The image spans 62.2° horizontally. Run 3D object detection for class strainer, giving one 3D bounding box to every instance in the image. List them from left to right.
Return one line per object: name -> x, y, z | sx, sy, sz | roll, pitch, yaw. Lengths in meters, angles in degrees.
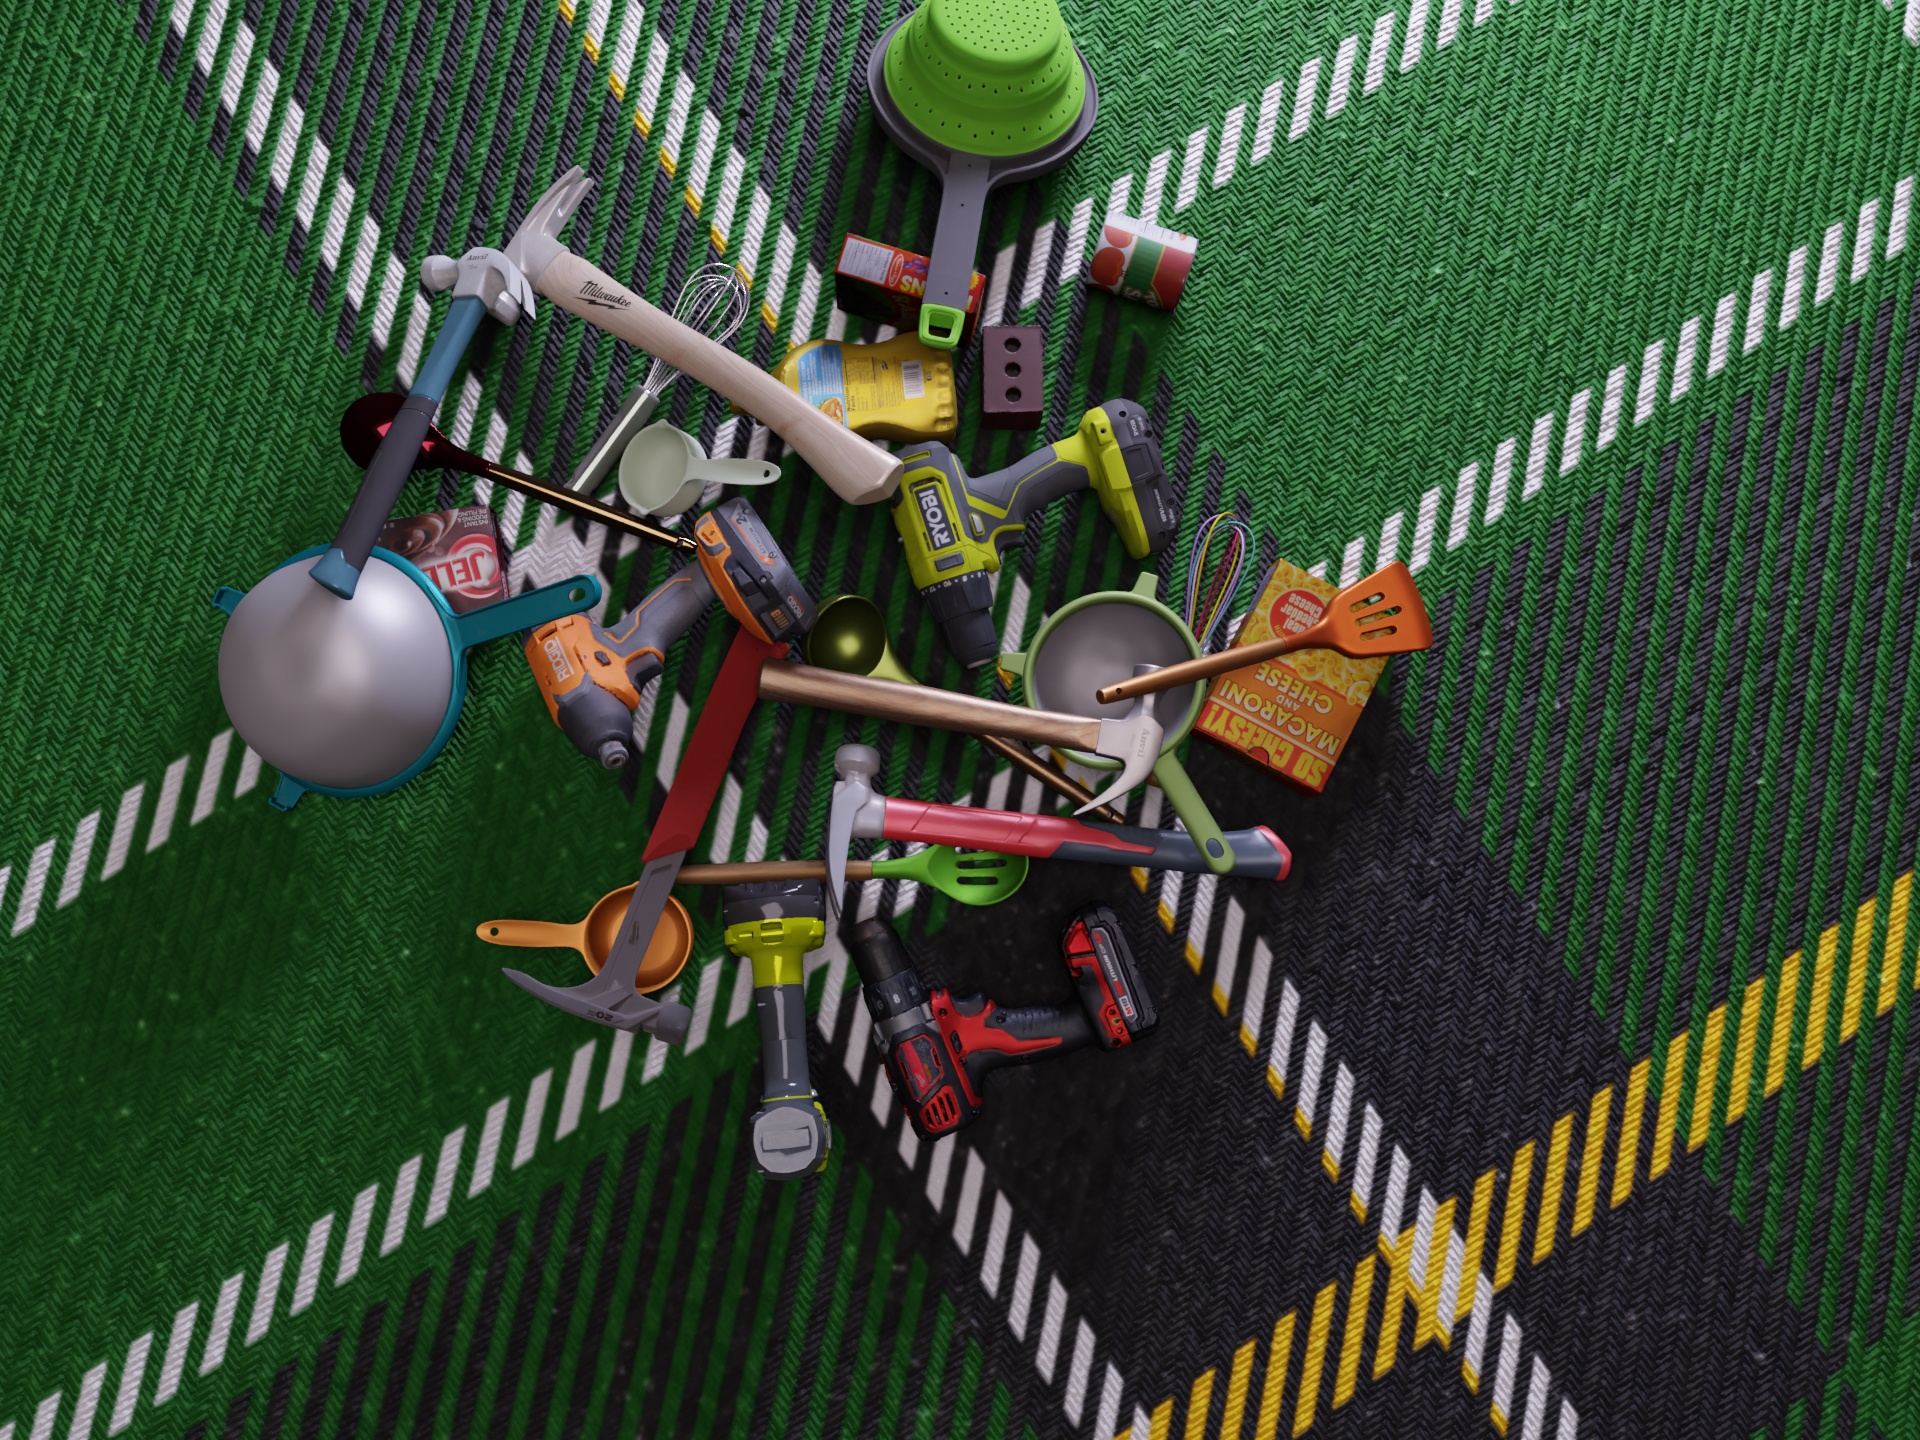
strainer -> -0.453, -0.057, 1.258 | 0.340, 0.095, 0.211 | -16, 89, 12
strainer -> 0.155, 0.016, 1.326 | 0.151, 0.069, 0.256 | -30, 80, 2

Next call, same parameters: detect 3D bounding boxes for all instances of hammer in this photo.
hammer -> -0.438, -0.244, 1.274 | 0.128, 0.033, 0.331 | 5, 65, 29
hammer -> -0.233, 0.071, 1.290 | 0.149, 0.036, 0.359 | 21, 71, -6
hammer -> -0.211, -0.308, 1.313 | 0.411, 0.038, 0.146 | 34, 90, 16
hammer -> -0.002, -0.004, 1.288 | 0.331, 0.031, 0.130 | 10, 84, 5
hammer -> 0.083, 0.111, 1.308 | 0.386, 0.038, 0.143 | 7, 67, -8

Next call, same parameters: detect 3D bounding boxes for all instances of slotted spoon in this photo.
slotted spoon -> -0.100, 0.124, 1.336 | 0.313, 0.031, 0.070 | -2, 83, -1

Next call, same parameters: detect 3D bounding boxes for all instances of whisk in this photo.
whisk -> -0.263, -0.286, 1.361 | 0.059, 0.058, 0.246 | 37, 87, -29
whisk -> 0.202, -0.060, 1.366 | 0.051, 0.047, 0.245 | 16, 88, 11

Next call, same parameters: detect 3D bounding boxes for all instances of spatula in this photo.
spatula -> 0.248, -0.058, 1.294 | 0.322, 0.041, 0.081 | -16, 84, -28

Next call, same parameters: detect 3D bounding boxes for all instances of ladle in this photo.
ladle -> -0.370, -0.199, 1.332 | 0.315, 0.031, 0.069 | 20, 93, -4
ladle -> 0.005, 0.000, 1.341 | 0.320, 0.062, 0.078 | 33, 86, -2

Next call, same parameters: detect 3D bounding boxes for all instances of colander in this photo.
colander -> 0.013, -0.492, 1.317 | 0.204, 0.094, 0.397 | 10, 67, -3

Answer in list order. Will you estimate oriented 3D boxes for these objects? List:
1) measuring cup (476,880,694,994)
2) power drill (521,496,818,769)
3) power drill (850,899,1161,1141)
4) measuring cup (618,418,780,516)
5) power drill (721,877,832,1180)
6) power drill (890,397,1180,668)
measuring cup -> -0.305, 0.177, 1.308 | 0.173, 0.052, 0.095 | 3, 84, -1
power drill -> -0.234, -0.064, 1.286 | 0.226, 0.084, 0.164 | -32, 53, -1
power drill -> 0.031, 0.221, 1.310 | 0.226, 0.080, 0.188 | -23, 85, -2
measuring cup -> -0.209, -0.204, 1.323 | 0.168, 0.038, 0.083 | 8, 85, 29
power drill -> -0.139, 0.246, 1.260 | 0.080, 0.171, 0.223 | -5, 76, -4
power drill -> 0.063, -0.163, 1.350 | 0.228, 0.080, 0.190 | -18, 91, -2
